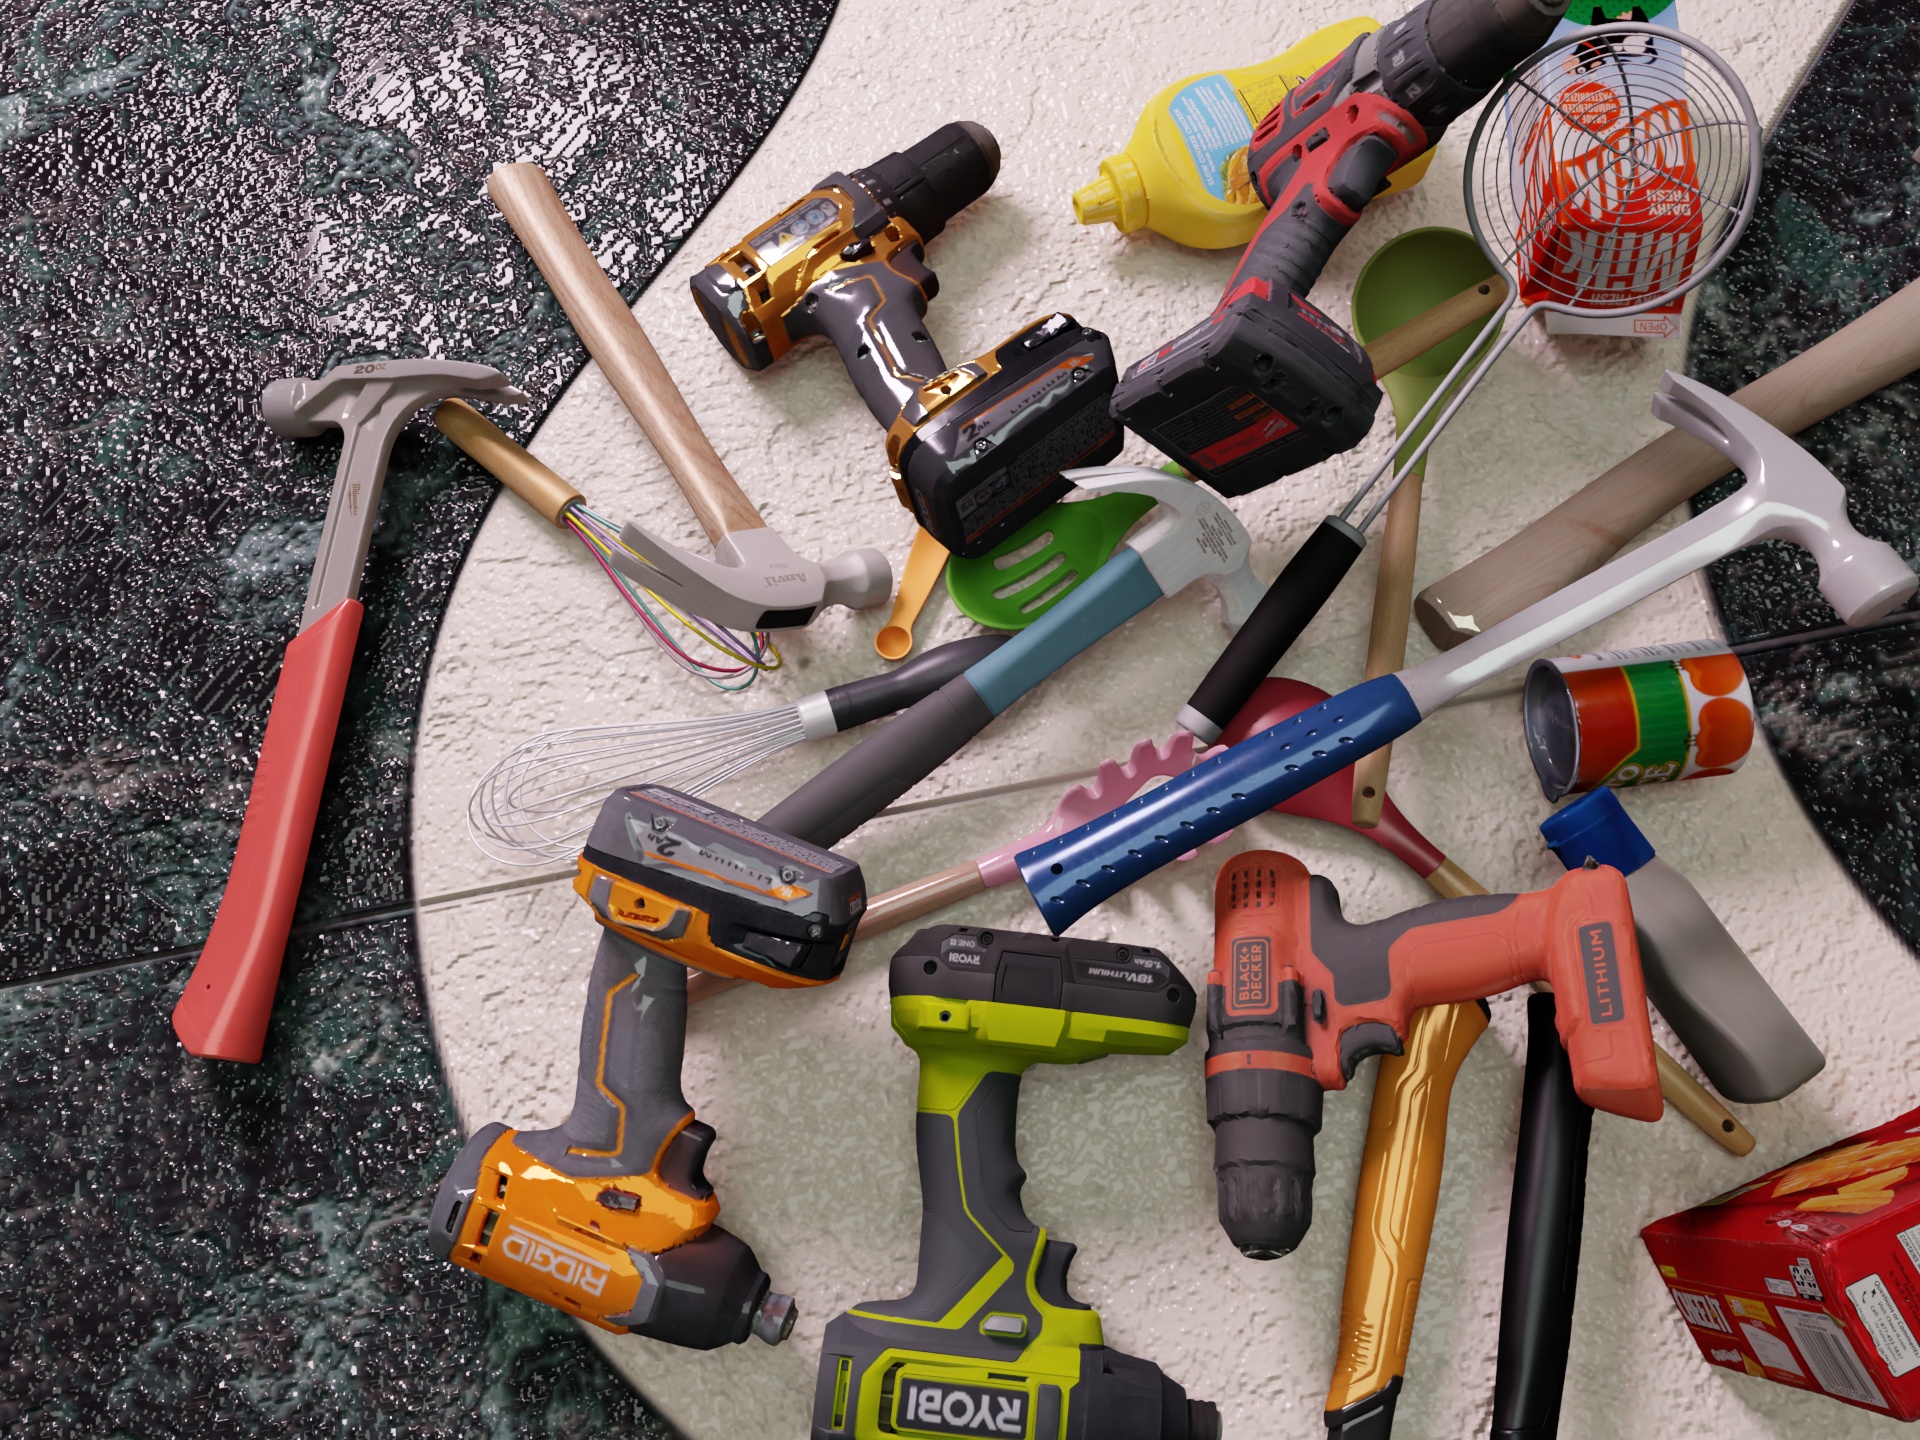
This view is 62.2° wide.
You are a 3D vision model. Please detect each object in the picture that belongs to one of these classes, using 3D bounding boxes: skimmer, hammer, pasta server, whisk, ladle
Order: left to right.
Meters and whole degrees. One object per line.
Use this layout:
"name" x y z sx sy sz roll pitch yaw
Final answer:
"hammer" -0.316 -0.012 0.791 0.149 0.036 0.359 1 74 19
"whisk" -0.185 -0.095 0.825 0.245 0.051 0.047 38 46 17
"hammer" -0.168 -0.176 0.831 0.130 0.031 0.332 -14 60 -40
"whisk" -0.101 0.009 0.779 0.284 0.070 0.070 -17 72 -8
"pasta server" -0.016 0.083 0.758 0.316 0.040 0.060 -21 81 -3
"hammer" -0.001 -0.002 0.765 0.331 0.033 0.128 -37 118 -2
"hammer" 0.172 0.268 0.693 0.127 0.034 0.337 14 73 6
"ladle" 0.218 -0.102 0.784 0.078 0.062 0.320 6 68 17
"hammer" 0.209 -0.020 0.723 0.405 0.035 0.144 -28 64 0
"skimmer" 0.214 -0.141 0.728 0.127 0.090 0.363 38 95 11
"ladle" 0.243 0.089 0.752 0.315 0.031 0.069 43 79 12
"hammer" 0.232 0.279 0.662 0.146 0.035 0.335 21 69 -19
"hammer" 0.404 -0.162 0.819 0.410 0.038 0.146 -31 72 -7

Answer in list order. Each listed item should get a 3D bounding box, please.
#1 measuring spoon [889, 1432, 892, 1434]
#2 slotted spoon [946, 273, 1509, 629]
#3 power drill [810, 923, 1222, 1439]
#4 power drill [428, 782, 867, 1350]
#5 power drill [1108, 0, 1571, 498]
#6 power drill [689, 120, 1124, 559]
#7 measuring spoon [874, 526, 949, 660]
"measuring spoon" 0.001 0.328 0.693 0.124 0.018 0.034 5 55 -3
"slotted spoon" 0.134 -0.135 0.795 0.314 0.031 0.070 -30 67 6
"power drill" 0.034 0.210 0.695 0.171 0.080 0.223 7 75 0
"power drill" -0.120 0.158 0.696 0.164 0.084 0.226 21 93 7
"power drill" 0.174 -0.227 0.720 0.080 0.188 0.227 32 72 -18
"power drill" -0.009 -0.210 0.820 0.185 0.084 0.226 -37 61 -10
"measuring spoon" -0.017 -0.081 0.827 0.021 0.011 0.117 18 70 9
